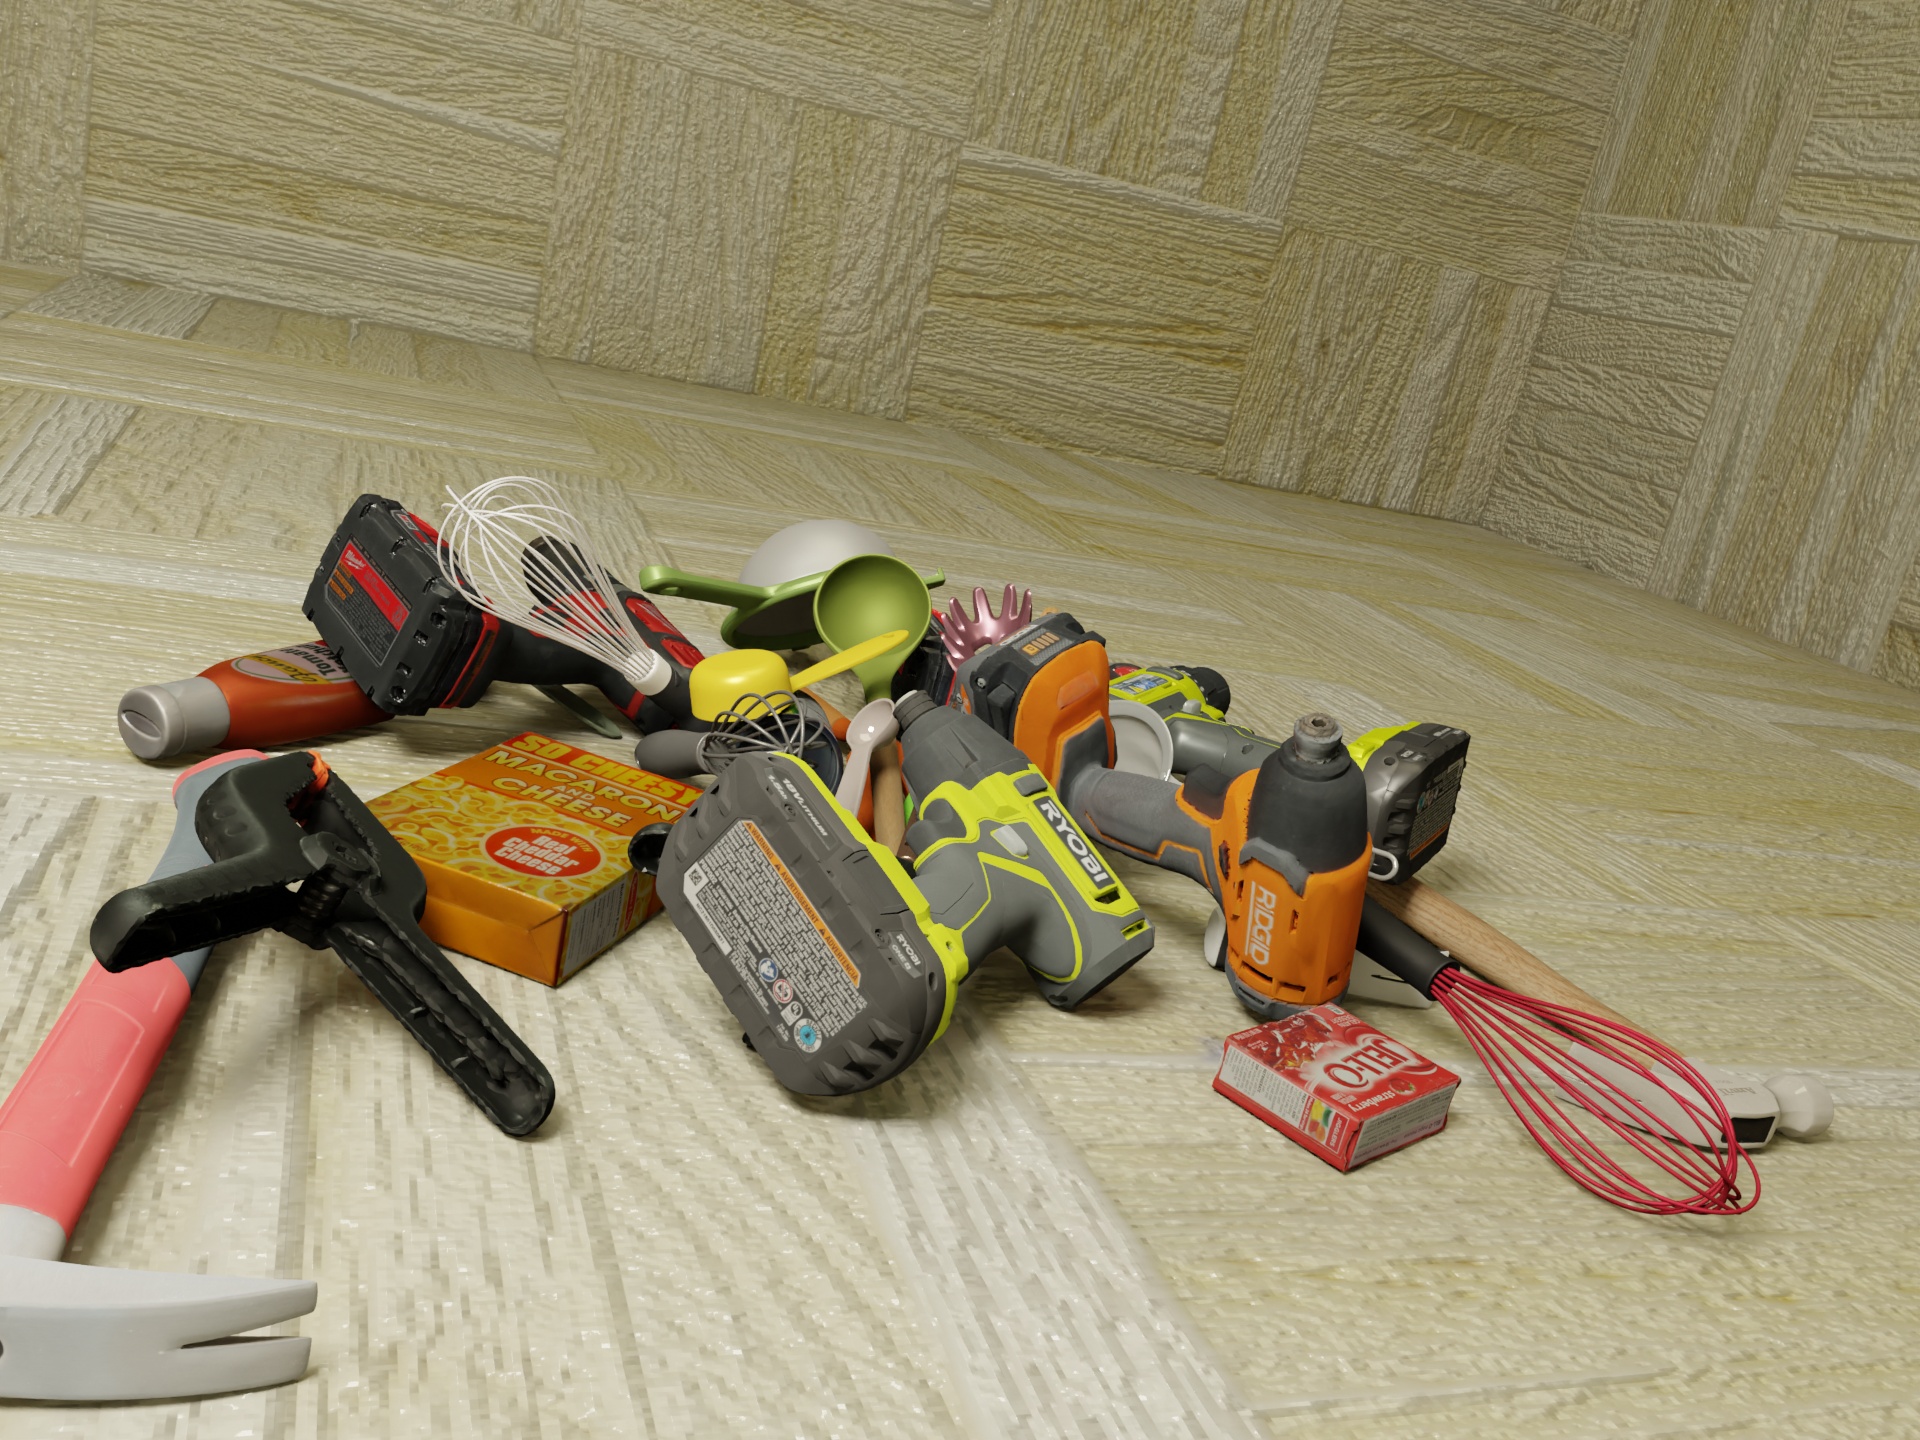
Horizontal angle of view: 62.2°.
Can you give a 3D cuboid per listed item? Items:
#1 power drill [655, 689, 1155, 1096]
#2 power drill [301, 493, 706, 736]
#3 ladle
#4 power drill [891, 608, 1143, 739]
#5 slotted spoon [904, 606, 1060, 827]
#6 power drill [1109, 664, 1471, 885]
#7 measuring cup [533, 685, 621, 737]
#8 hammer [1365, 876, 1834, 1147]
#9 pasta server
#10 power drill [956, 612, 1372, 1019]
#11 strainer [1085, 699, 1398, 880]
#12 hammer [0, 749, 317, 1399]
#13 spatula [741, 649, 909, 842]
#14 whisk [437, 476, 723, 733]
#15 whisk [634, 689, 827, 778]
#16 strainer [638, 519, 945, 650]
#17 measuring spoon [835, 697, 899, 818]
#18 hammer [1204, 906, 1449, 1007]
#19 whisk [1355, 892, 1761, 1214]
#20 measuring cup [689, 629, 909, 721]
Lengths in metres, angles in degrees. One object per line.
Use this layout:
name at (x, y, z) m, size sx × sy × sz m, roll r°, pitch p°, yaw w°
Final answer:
power drill at (-0.020, 0.065, 0.703) m, size 0.171 × 0.080 × 0.223 m, roll 53°, pitch 28°, yaw 15°
power drill at (-0.267, -0.066, 0.949) m, size 0.188 × 0.080 × 0.226 m, roll 43°, pitch 18°, yaw 30°
ladle at (-0.047, -0.004, 0.943) m, size 0.078 × 0.062 × 0.320 m, roll -1°, pitch 33°, yaw -5°
power drill at (0.049, -0.023, 1.161) m, size 0.219 × 0.078 × 0.143 m, roll 11°, pitch 17°, yaw -19°
slotted spoon at (0.029, -0.002, 1.003) m, size 0.070 × 0.031 × 0.314 m, roll 15°, pitch 31°, yaw 7°
power drill at (0.193, 0.019, 1.004) m, size 0.229 × 0.080 × 0.190 m, roll 18°, pitch 20°, yaw 29°
measuring cup at (-0.286, -0.022, 0.986) m, size 0.167 × 0.038 × 0.083 m, roll 32°, pitch 18°, yaw 6°
hammer at (0.307, 0.138, 0.896) m, size 0.130 × 0.031 × 0.332 m, roll 5°, pitch 18°, yaw -28°
pasta server at (-0.001, -0.003, 0.938) m, size 0.060 × 0.040 × 0.316 m, roll -5°, pitch 26°, yaw 14°
power drill at (0.102, 0.031, 0.791) m, size 0.227 × 0.164 × 0.084 m, roll 31°, pitch 48°, yaw 35°
strainer at (0.132, 0.047, 0.877) m, size 0.259 × 0.087 × 0.050 m, roll 20°, pitch -11°, yaw 48°
hammer at (-0.279, 0.095, 0.575) m, size 0.143 × 0.038 × 0.387 m, roll 10°, pitch 17°, yaw -15°
spatula at (-0.089, 0.007, 1.046) m, size 0.081 × 0.041 × 0.323 m, roll 3°, pitch 15°, yaw -29°
whisk at (-0.186, -0.041, 0.863) m, size 0.070 × 0.070 × 0.284 m, roll 23°, pitch -15°, yaw 31°
whisk at (-0.130, 0.015, 0.832) m, size 0.055 × 0.055 × 0.239 m, roll 4°, pitch -4°, yaw -28°
strainer at (-0.138, -0.109, 1.127) m, size 0.151 × 0.069 × 0.256 m, roll -22°, pitch -14°, yaw 30°
measuring spoon at (-0.055, 0.041, 0.865) m, size 0.034 × 0.124 × 0.018 m, roll -18°, pitch -47°, yaw 36°
hammer at (0.194, 0.082, 0.991) m, size 0.127 × 0.034 × 0.337 m, roll 11°, pitch 16°, yaw -3°
whisk at (0.245, 0.135, 0.760) m, size 0.073 × 0.073 × 0.296 m, roll 0°, pitch 25°, yaw -37°
measuring cup at (-0.089, -0.038, 0.918) m, size 0.062 × 0.029 × 0.156 m, roll 13°, pitch 29°, yaw 43°
